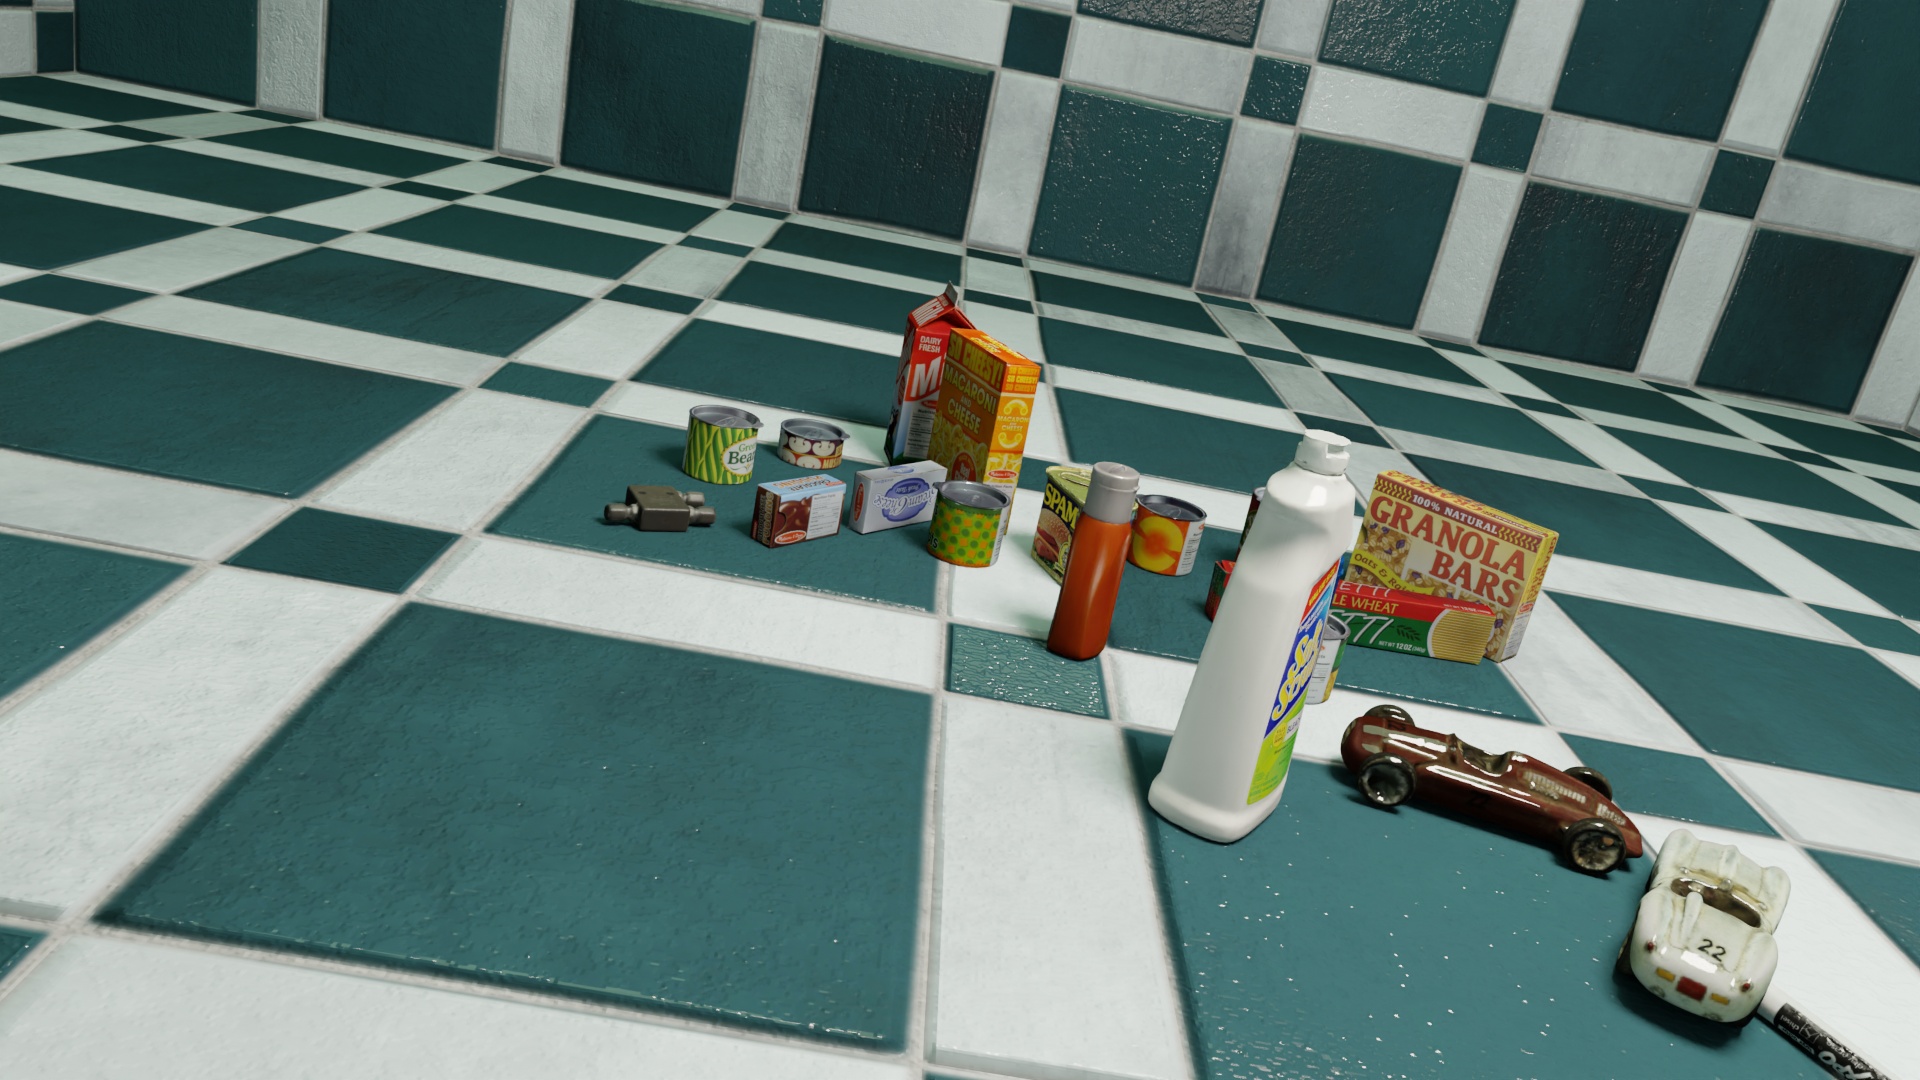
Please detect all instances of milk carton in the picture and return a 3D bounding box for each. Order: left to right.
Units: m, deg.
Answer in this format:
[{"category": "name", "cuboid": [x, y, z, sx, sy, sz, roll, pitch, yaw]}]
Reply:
[{"category": "milk carton", "cuboid": [-0.025, -0.169, 1.434, 0.073, 0.189, 0.072, 7, 20, -13]}]

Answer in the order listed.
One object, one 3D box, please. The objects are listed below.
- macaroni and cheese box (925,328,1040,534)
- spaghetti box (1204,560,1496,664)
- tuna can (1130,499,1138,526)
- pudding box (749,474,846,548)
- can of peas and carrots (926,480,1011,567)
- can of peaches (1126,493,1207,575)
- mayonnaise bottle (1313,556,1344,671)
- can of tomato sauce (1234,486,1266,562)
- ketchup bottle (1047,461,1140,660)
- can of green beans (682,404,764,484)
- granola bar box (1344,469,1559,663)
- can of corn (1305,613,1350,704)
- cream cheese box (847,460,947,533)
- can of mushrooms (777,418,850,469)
[{"category": "macaroni and cheese box", "cuboid": [0.017, -0.105, 1.320, 0.040, 0.165, 0.124, 1, 22, -28]}, {"category": "spaghetti box", "cuboid": [0.340, 0.063, 1.213, 0.250, 0.050, 0.029, 9, 20, -6]}, {"category": "tuna can", "cuboid": [0.148, -0.028, 1.380, 0.071, 0.032, 0.071, 10, 20, -4]}, {"category": "pudding box", "cuboid": [-0.138, -0.027, 1.192, 0.030, 0.049, 0.084, 25, 24, 33]}, {"category": "can of peas and carrots", "cuboid": [0.004, -0.015, 1.227, 0.071, 0.058, 0.071, 10, 20, -4]}, {"category": "can of peaches", "cuboid": [0.190, -0.006, 1.306, 0.071, 0.057, 0.071, 10, 20, -4]}, {"category": "mayonnaise bottle", "cuboid": [0.232, 0.075, 0.977, 0.041, 0.147, 0.065, 17, 20, 15]}, {"category": "can of tomato sauce", "cuboid": [0.298, -0.001, 1.314, 0.071, 0.082, 0.071, 10, 20, -4]}, {"category": "ketchup bottle", "cuboid": [0.105, 0.015, 1.069, 0.043, 0.148, 0.065, 18, 21, 19]}, {"category": "can of green beans", "cuboid": [-0.225, -0.090, 1.304, 0.071, 0.057, 0.071, 10, 20, -4]}, {"category": "granola bar box", "cuboid": [0.445, 0.021, 1.277, 0.166, 0.123, 0.039, 28, 25, 38]}, {"category": "can of corn", "cuboid": [0.266, 0.087, 1.095, 0.071, 0.058, 0.071, 10, 20, -4]}, {"category": "cream cheese box", "cuboid": [-0.058, -0.040, 1.268, 0.024, 0.053, 0.104, 26, 24, 34]}, {"category": "can of mushrooms", "cuboid": [-0.148, -0.097, 1.401, 0.071, 0.033, 0.071, 10, 20, -4]}]
